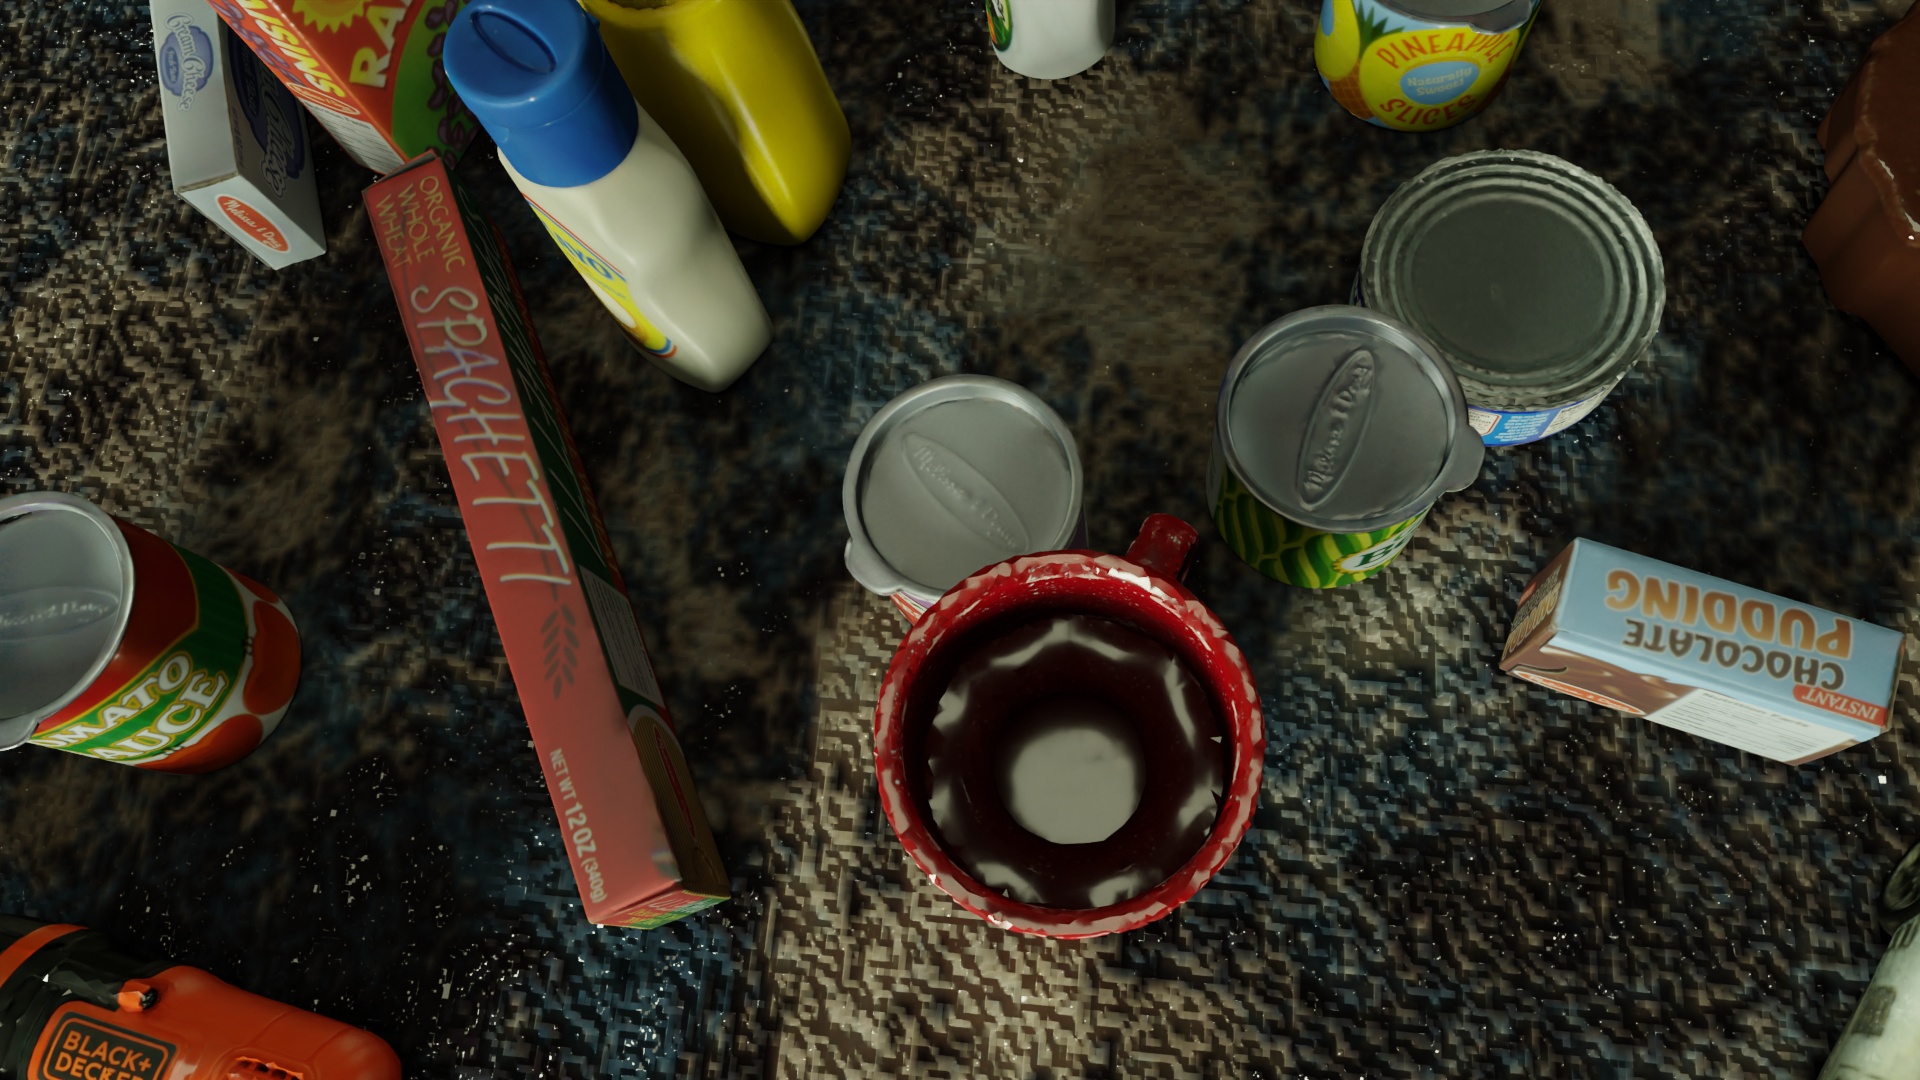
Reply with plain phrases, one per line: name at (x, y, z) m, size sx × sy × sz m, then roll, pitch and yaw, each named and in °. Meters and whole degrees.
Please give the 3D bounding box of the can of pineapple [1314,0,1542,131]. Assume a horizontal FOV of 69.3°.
can of pineapple at (0.149, -0.172, 0.441) m, size 0.071 × 0.057 × 0.071 m, roll -2°, pitch 72°, yaw 6°

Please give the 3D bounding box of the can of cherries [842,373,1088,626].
can of cherries at (0.001, -0.005, 0.402) m, size 0.071 × 0.058 × 0.071 m, roll -2°, pitch 72°, yaw 6°

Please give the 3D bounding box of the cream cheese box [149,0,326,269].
cream cheese box at (-0.251, -0.151, 0.481) m, size 0.024 × 0.053 × 0.104 m, roll -18°, pitch 71°, yaw 1°

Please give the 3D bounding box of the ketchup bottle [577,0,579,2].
ketchup bottle at (-0.115, -0.210, 0.435) m, size 0.065 × 0.148 × 0.043 m, roll -13°, pitch 71°, yaw 2°

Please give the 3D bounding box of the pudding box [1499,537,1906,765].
pudding box at (0.196, 0.031, 0.373) m, size 0.084 × 0.049 × 0.030 m, roll 18°, pitch 75°, yaw 12°

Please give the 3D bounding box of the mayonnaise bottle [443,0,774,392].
mayonnaise bottle at (-0.098, -0.096, 0.396) m, size 0.065 × 0.147 × 0.041 m, roll 39°, pitch 80°, yaw 16°

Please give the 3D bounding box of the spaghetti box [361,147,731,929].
spaghetti box at (-0.128, -0.006, 0.421) m, size 0.029 × 0.050 × 0.250 m, roll -24°, pitch 71°, yaw -1°

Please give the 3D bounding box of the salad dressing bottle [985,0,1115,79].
salad dressing bottle at (0.024, -0.201, 0.417) m, size 0.044 × 0.147 × 0.064 m, roll -6°, pitch 72°, yaw 5°

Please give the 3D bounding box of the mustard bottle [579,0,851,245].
mustard bottle at (-0.075, -0.145, 0.403) m, size 0.065 × 0.160 × 0.049 m, roll 25°, pitch 77°, yaw 13°

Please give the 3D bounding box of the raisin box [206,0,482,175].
raisin box at (-0.191, -0.184, 0.449) m, size 0.040 × 0.123 × 0.086 m, roll 24°, pitch 76°, yaw 13°

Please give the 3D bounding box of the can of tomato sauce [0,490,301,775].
can of tomato sauce at (-0.245, 0.032, 0.405) m, size 0.071 × 0.083 × 0.071 m, roll -2°, pitch 72°, yaw 6°

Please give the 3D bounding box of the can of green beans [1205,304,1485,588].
can of green beans at (0.105, -0.025, 0.398) m, size 0.071 × 0.057 × 0.071 m, roll -2°, pitch 72°, yaw 6°
